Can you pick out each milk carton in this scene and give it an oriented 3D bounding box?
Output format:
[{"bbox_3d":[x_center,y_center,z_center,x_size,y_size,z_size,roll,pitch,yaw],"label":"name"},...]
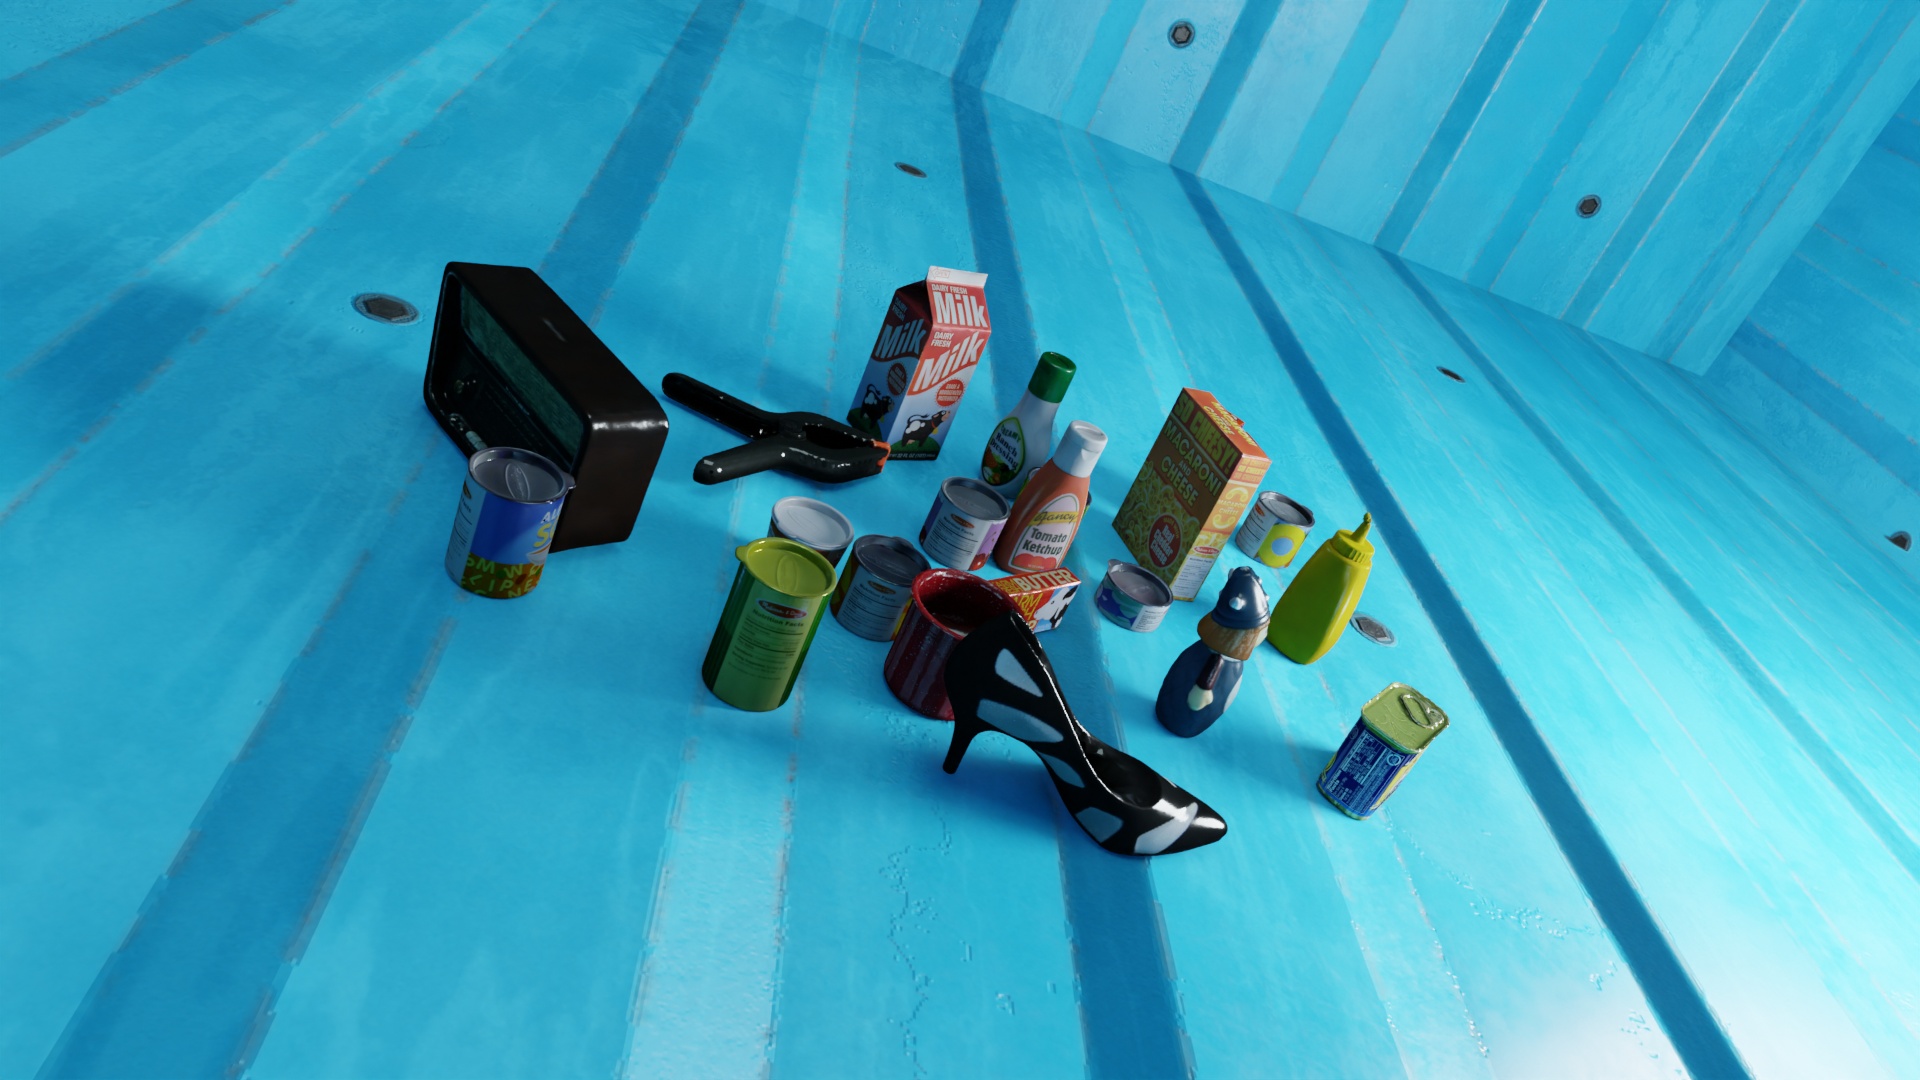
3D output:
[{"bbox_3d":[-0.035,-0.174,1.330,0.072,0.189,0.074,-1,37,-40],"label":"milk carton"}]

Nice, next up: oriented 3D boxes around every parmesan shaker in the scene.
[{"bbox_3d":[-0.135,0.057,0.954,0.071,0.102,0.071,19,29,-11],"label":"parmesan shaker"}]

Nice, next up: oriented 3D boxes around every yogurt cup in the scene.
[{"bbox_3d":[-0.124,0.005,1.101,0.072,0.053,0.073,19,29,-11],"label":"yogurt cup"}]

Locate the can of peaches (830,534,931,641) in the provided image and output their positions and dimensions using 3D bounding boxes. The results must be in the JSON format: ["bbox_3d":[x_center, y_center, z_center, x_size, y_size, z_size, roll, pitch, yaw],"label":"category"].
[{"bbox_3d":[-0.062,0.036,1.093,0.071,0.057,0.071,19,29,-11],"label":"can of peaches"}]

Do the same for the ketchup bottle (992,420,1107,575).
[{"bbox_3d":[0.083,-0.036,1.233,0.065,0.148,0.044,9,32,-27],"label":"ketchup bottle"}]

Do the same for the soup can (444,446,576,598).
[{"bbox_3d":[-0.310,-0.011,0.954,0.071,0.083,0.072,19,29,-11],"label":"soup can"}]

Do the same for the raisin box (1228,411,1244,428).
[{"bbox_3d":[0.240,-0.074,1.445,0.040,0.122,0.086,35,30,18],"label":"raisin box"}]

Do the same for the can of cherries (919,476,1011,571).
[{"bbox_3d":[0.004,-0.015,1.231,0.071,0.058,0.072,19,29,-11],"label":"can of cherries"}]

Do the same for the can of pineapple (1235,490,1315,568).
[{"bbox_3d":[0.337,-0.011,1.483,0.071,0.057,0.071,19,29,-11],"label":"can of pineapple"}]

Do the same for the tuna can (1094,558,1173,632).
[{"bbox_3d":[0.156,0.050,1.265,0.071,0.032,0.071,19,29,-11],"label":"tuna can"}]

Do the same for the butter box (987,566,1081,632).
[{"bbox_3d":[0.051,0.054,1.157,0.104,0.053,0.024,-8,42,-45],"label":"butter box"}]

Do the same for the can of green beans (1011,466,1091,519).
[{"bbox_3d":[0.083,-0.028,1.314,0.071,0.057,0.071,19,29,-11],"label":"can of green beans"}]

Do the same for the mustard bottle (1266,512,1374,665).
[{"bbox_3d":[0.346,0.040,1.297,0.065,0.159,0.049,39,31,24],"label":"mustard bottle"}]

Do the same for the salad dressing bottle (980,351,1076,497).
[{"bbox_3d":[0.067,-0.113,1.350,0.044,0.147,0.064,-3,39,-41],"label":"salad dressing bottle"}]

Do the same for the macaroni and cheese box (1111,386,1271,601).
[{"bbox_3d":[0.219,-0.045,1.334,0.040,0.165,0.124,8,32,-29],"label":"macaroni and cheese box"}]
